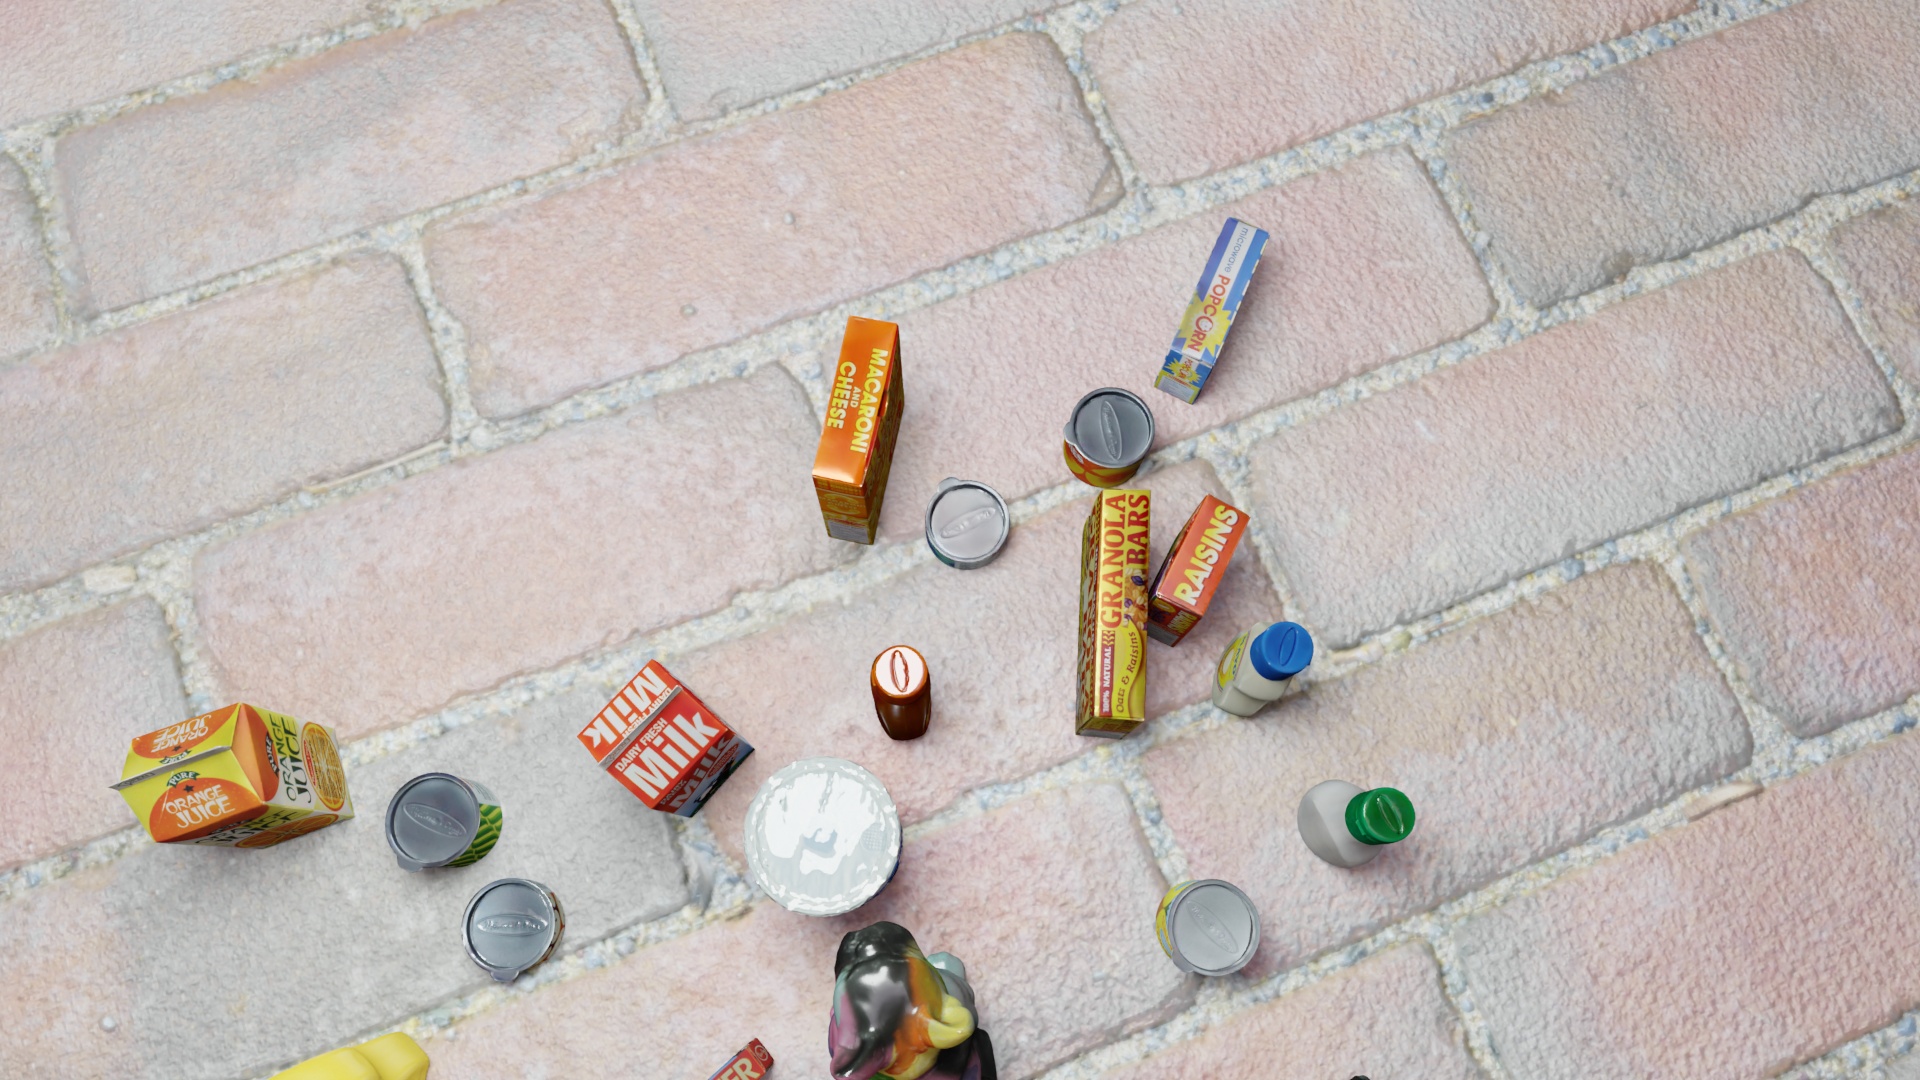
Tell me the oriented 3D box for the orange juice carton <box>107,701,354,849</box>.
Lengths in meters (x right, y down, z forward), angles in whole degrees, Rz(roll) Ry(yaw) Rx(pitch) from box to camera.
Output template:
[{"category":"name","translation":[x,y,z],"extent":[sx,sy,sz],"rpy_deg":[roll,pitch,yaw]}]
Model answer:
[{"category":"orange juice carton","translation":[-0.490,0.161,0.943],"extent":[0.072,0.192,0.073],"rpy_deg":[-19,77,-6]}]

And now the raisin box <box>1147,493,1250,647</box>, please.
[{"category":"raisin box","translation":[0.170,0.024,1.034],"extent":[0.040,0.123,0.086],"rpy_deg":[28,77,5]}]

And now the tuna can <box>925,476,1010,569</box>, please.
[{"category":"tuna can","translation":[0.004,-0.014,1.086],"extent":[0.071,0.032,0.071],"rpy_deg":[0,75,-2]}]

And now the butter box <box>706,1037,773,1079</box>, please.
[{"category":"butter box","translation":[-0.178,0.392,0.964],"extent":[0.104,0.053,0.024],"rpy_deg":[-40,80,-11]}]

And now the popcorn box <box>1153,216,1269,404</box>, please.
[{"category":"popcorn box","translation":[0.200,-0.183,1.109],"extent":[0.038,0.085,0.127],"rpy_deg":[24,76,4]}]

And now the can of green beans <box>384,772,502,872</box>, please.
[{"category":"can of green beans","translation":[-0.373,0.203,1.005],"extent":[0.071,0.057,0.071],"rpy_deg":[0,76,-2]}]

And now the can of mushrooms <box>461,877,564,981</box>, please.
[{"category":"can of mushrooms","translation":[-0.321,0.279,0.999],"extent":[0.071,0.033,0.071],"rpy_deg":[0,75,-2]}]

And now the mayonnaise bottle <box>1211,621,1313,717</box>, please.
[{"category":"mayonnaise bottle","translation":[0.219,0.089,1.006],"extent":[0.041,0.147,0.065],"rpy_deg":[20,76,3]}]

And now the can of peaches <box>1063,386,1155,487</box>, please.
[{"category":"can of peaches","translation":[0.113,-0.080,1.094],"extent":[0.071,0.058,0.071],"rpy_deg":[0,76,-2]}]

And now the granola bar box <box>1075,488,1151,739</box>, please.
[{"category":"granola bar box","translation":[0.111,0.057,1.023],"extent":[0.039,0.124,0.166],"rpy_deg":[4,75,-1]}]

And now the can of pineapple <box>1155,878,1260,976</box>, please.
[{"category":"can of pineapple","translation":[0.175,0.279,1.001],"extent":[0.071,0.057,0.071],"rpy_deg":[0,76,-2]}]

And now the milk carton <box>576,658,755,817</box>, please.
[{"category":"milk carton","translation":[-0.203,0.138,0.959],"extent":[0.073,0.190,0.072],"rpy_deg":[41,78,8]}]

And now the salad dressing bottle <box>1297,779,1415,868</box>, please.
[{"category":"salad dressing bottle","translation":[0.279,0.198,0.979],"extent":[0.044,0.147,0.064],"rpy_deg":[-24,78,-7]}]

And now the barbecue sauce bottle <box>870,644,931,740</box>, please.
[{"category":"barbecue sauce bottle","translation":[-0.042,0.105,0.994],"extent":[0.044,0.148,0.065],"rpy_deg":[-8,76,-3]}]

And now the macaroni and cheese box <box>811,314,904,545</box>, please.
[{"category":"macaroni and cheese box","translation":[-0.072,-0.077,1.032],"extent":[0.040,0.166,0.124],"rpy_deg":[11,76,1]}]
